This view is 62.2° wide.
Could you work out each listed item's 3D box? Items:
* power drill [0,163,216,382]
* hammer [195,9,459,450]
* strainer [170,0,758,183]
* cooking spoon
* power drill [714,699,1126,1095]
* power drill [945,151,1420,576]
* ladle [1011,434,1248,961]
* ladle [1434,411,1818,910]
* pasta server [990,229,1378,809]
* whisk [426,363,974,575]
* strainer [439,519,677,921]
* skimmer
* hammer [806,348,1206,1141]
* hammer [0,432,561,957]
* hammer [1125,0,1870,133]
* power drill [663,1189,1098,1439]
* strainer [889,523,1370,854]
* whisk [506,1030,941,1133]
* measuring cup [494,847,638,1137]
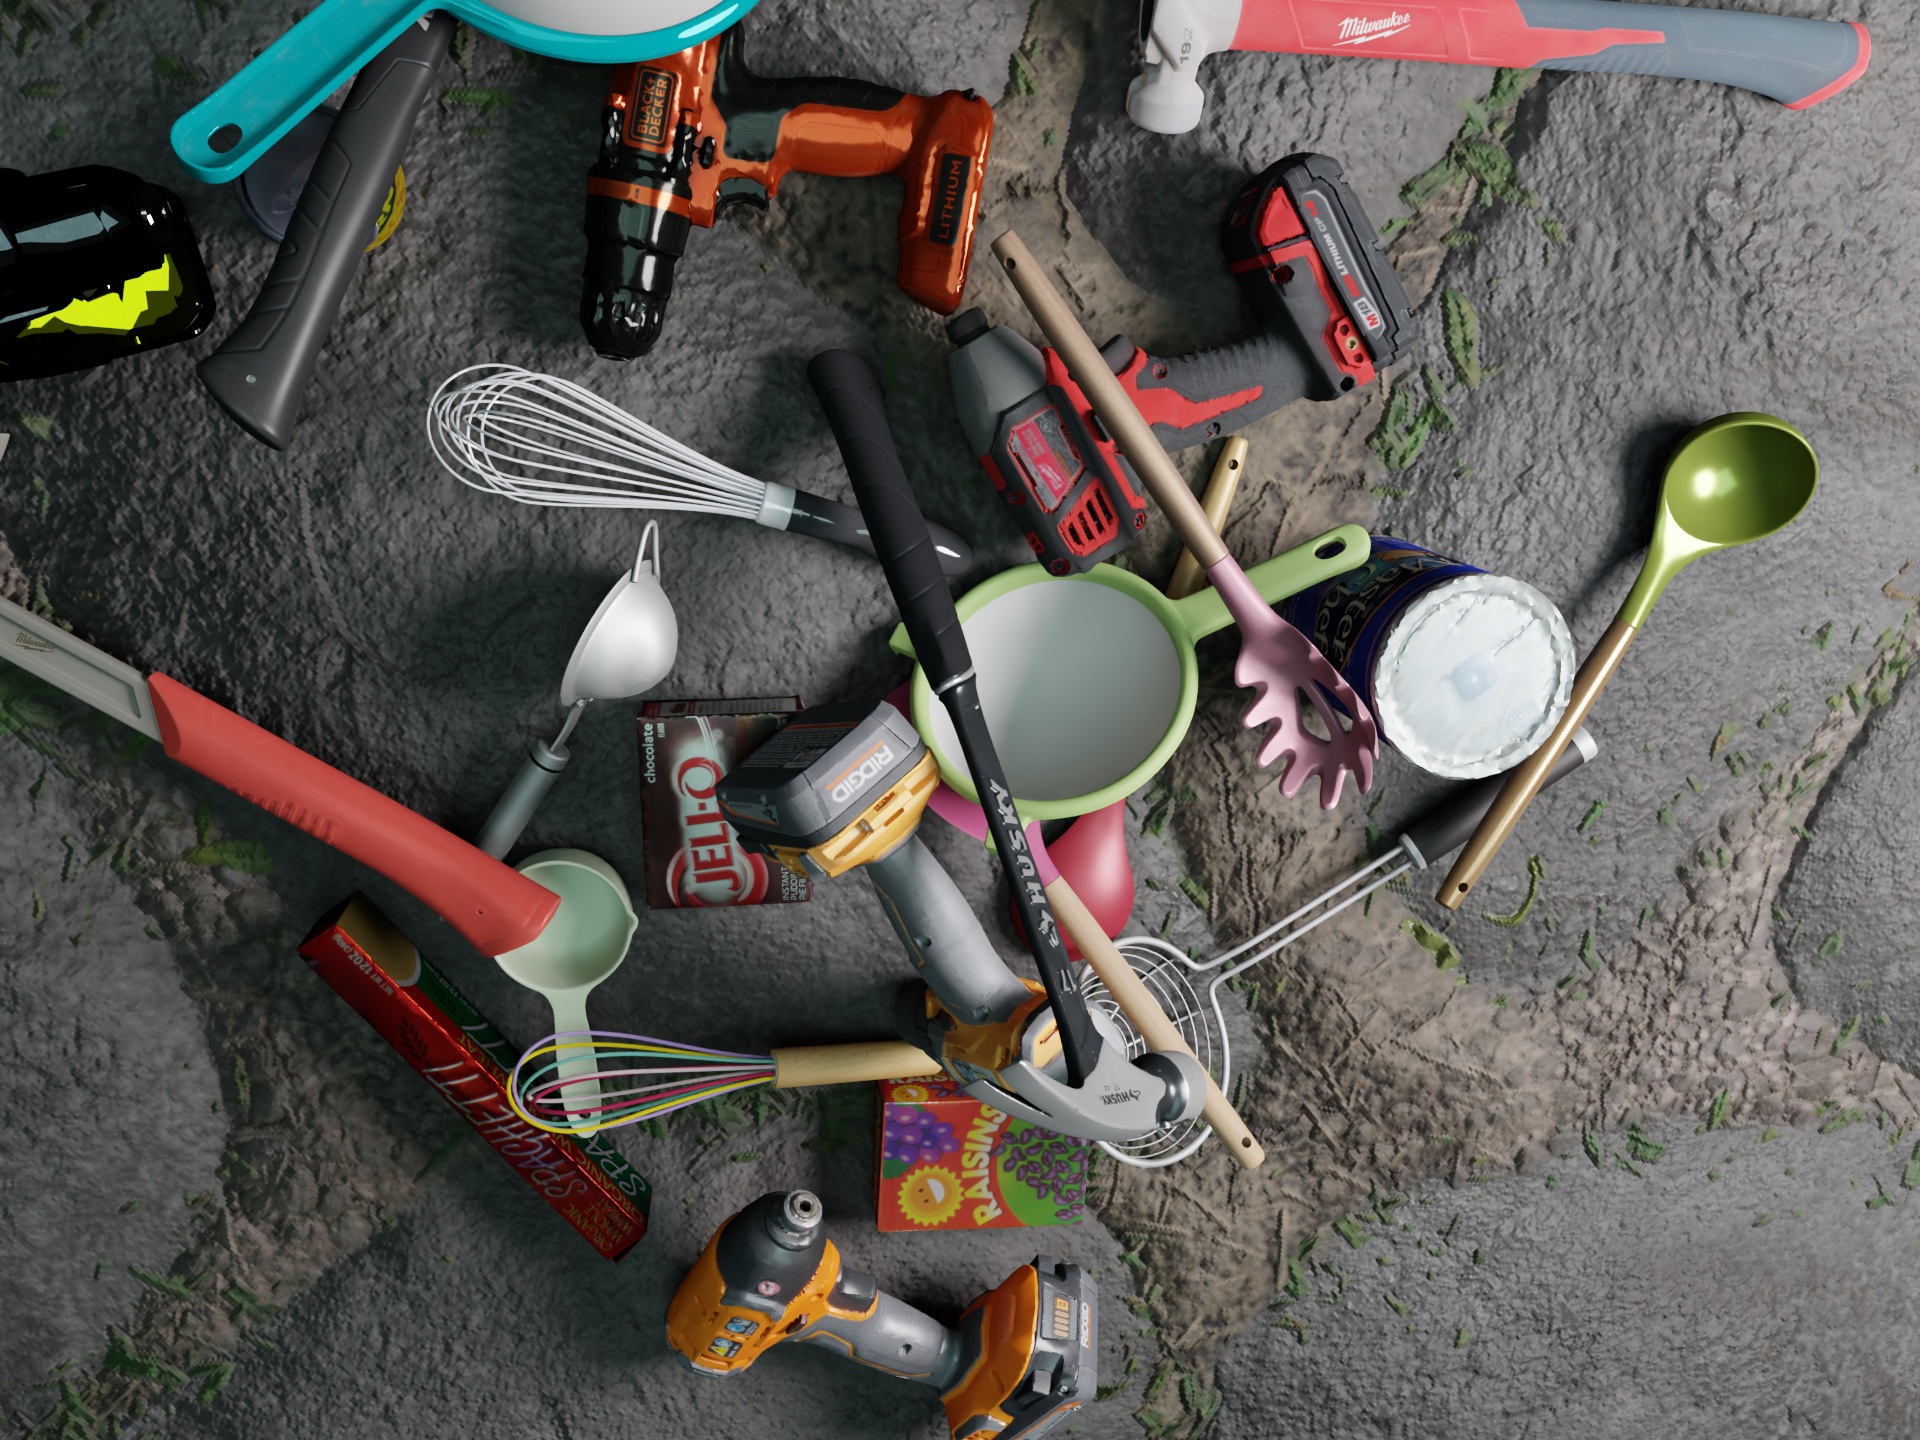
[{"bbox_3d":[-0.400,-0.186,0.661,0.190,0.229,0.080,-14,106,-4],"label":"power drill"},{"bbox_3d":[-0.248,-0.276,0.705,0.146,0.035,0.335,21,80,-15],"label":"hammer"},{"bbox_3d":[-0.198,-0.353,0.655,0.211,0.095,0.340,42,73,-10],"label":"strainer"},{"bbox_3d":[0.063,0.109,0.857,0.069,0.017,0.319,-34,85,-29],"label":"cooking spoon"},{"bbox_3d":[-0.028,0.101,0.818,0.084,0.185,0.226,-41,106,-21],"label":"power drill"},{"bbox_3d":[0.104,-0.185,0.805,0.219,0.078,0.143,-32,102,0],"label":"power drill"},{"bbox_3d":[0.101,-0.006,0.885,0.069,0.031,0.315,17,100,-9],"label":"ladle"},{"bbox_3d":[0.359,-0.029,0.877,0.078,0.062,0.320,33,90,-12],"label":"ladle"},{"bbox_3d":[0.106,-0.096,0.763,0.060,0.040,0.316,-29,100,36],"label":"pasta server"},{"bbox_3d":[-0.126,-0.117,0.810,0.284,0.070,0.070,14,102,-16],"label":"whisk"},{"bbox_3d":[-0.207,0.012,0.827,0.050,0.087,0.258,38,109,2],"label":"strainer"},{"bbox_3d":[0.214,0.115,0.897,0.363,0.090,0.127,-33,101,1],"label":"skimmer"},{"bbox_3d":[-0.001,-0.002,0.743,0.036,0.149,0.409,-31,67,27],"label":"hammer"},{"bbox_3d":[-0.362,0.007,0.798,0.359,0.037,0.149,30,99,-6],"label":"hammer"},{"bbox_3d":[0.281,-0.358,0.788,0.386,0.038,0.143,-1,134,-11],"label":"hammer"},{"bbox_3d":[-0.039,0.333,0.898,0.226,0.084,0.164,20,132,-12],"label":"power drill"},{"bbox_3d":[0.100,-0.029,0.844,0.256,0.152,0.069,-25,150,-2],"label":"strainer"},{"bbox_3d":[-0.124,0.198,0.877,0.245,0.047,0.051,0,108,-22],"label":"whisk"},{"bbox_3d":[-0.214,0.149,0.876,0.083,0.038,0.167,-5,108,-7],"label":"measuring cup"}]
